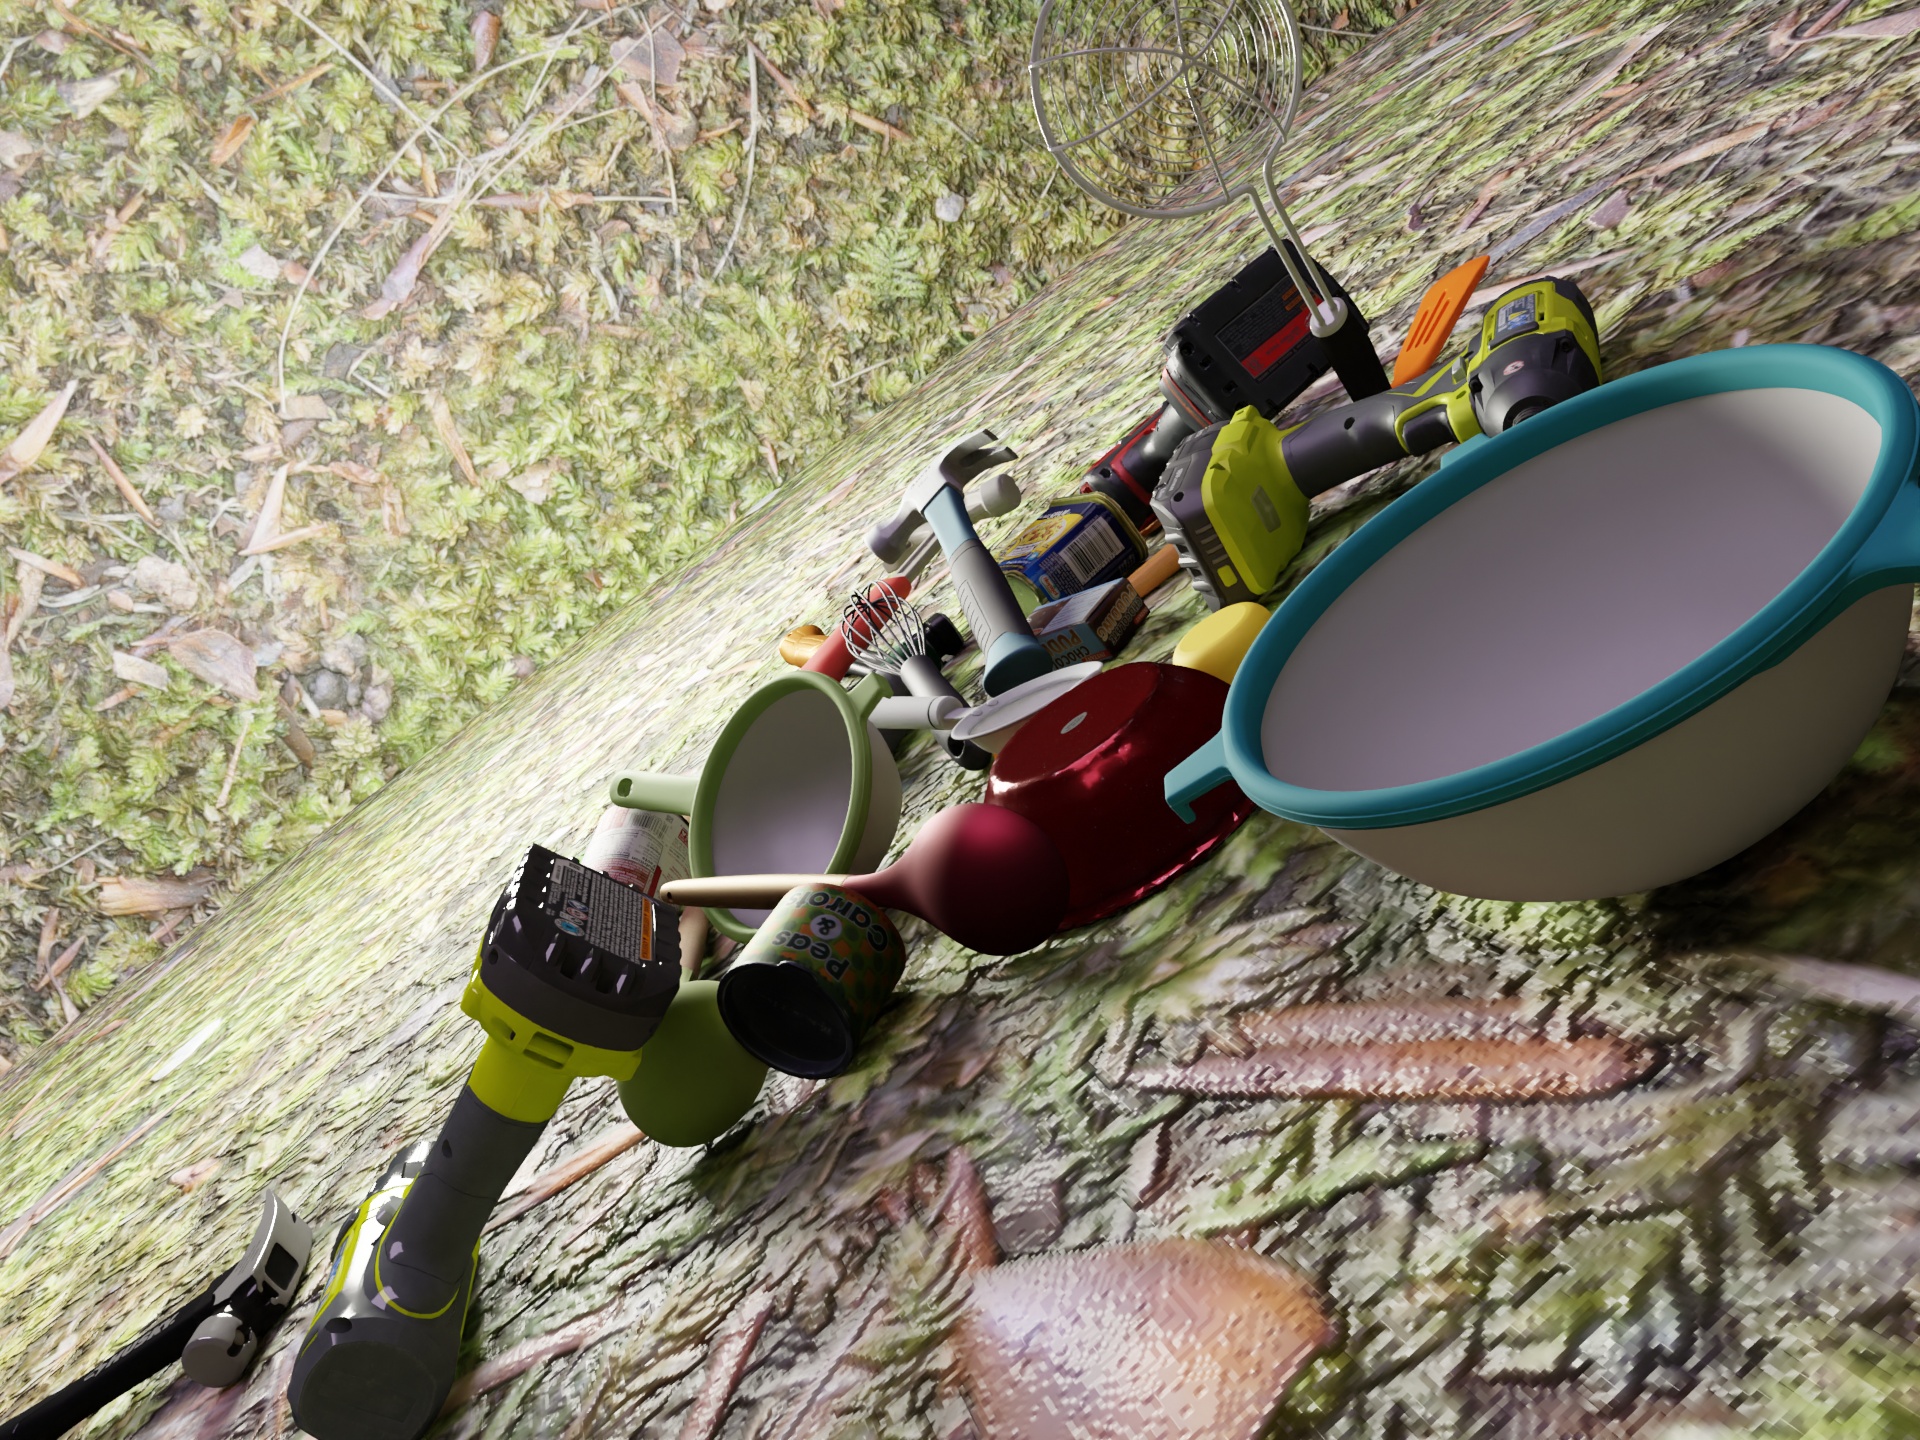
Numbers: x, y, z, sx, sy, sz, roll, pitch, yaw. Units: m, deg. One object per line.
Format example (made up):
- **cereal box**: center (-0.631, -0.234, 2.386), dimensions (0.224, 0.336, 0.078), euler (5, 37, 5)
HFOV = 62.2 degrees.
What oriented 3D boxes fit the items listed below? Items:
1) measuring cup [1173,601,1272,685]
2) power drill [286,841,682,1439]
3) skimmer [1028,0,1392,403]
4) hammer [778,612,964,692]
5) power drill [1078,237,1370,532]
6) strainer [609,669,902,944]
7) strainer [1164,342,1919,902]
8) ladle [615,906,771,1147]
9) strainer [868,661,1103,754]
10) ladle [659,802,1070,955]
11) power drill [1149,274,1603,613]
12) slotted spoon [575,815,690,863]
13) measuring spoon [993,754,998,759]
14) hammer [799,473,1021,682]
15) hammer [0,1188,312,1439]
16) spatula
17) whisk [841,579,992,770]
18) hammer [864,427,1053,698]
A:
- **measuring cup**: center (0.103, -0.030, 0.825), dimensions (0.062, 0.029, 0.156), euler (-46, 21, -31)
- **power drill**: center (-0.212, 0.176, 0.707), dimensions (0.228, 0.080, 0.191), euler (-61, 15, 6)
- **skimmer**: center (0.158, -0.258, 0.836), dimensions (0.127, 0.363, 0.090), euler (-47, 57, 8)
- **hammer**: center (-0.102, -0.045, 1.289), dimensions (0.127, 0.034, 0.337), euler (-38, 16, -11)
- **power drill**: center (0.180, -0.221, 1.052), dimensions (0.188, 0.080, 0.226), euler (-41, -3, -18)
- **strainer**: center (-0.114, 0.052, 0.912), dimensions (0.256, 0.069, 0.151), euler (2, 77, 50)
- **strainer**: center (0.224, -0.014, 0.425), dimensions (0.211, 0.095, 0.340), euler (-46, 21, -23)
- **ladle**: center (-0.139, 0.140, 0.849), dimensions (0.078, 0.062, 0.320), euler (-44, 9, 0)
- **strainer**: center (-0.001, -0.003, 0.876), dimensions (0.087, 0.050, 0.258), euler (-31, 18, -31)
- **ladle**: center (-0.065, 0.080, 0.764), dimensions (0.031, 0.069, 0.315), euler (-23, 9, -38)
- **power drill**: center (0.219, -0.143, 0.829), dimensions (0.223, 0.080, 0.171), euler (-23, 20, 30)
- **slotted spoon**: center (-0.211, 0.082, 1.119), dimensions (0.314, 0.031, 0.070), euler (-27, 18, 42)
- **measuring spoon**: center (0.034, 0.027, 0.851), dimensions (0.021, 0.011, 0.117), euler (-22, 12, -3)
- **hammer**: center (-0.068, -0.085, 1.203), dimensions (0.149, 0.036, 0.359), euler (-25, 18, 32)
- **hammer**: center (-0.509, 0.389, 0.904), dimensions (0.335, 0.035, 0.146), euler (-34, 17, 9)
- **spatula**: center (0.207, -0.173, 0.997), dimensions (0.322, 0.041, 0.081), euler (-39, 7, -5)
- **whisk**: center (-0.029, -0.028, 0.993), dimensions (0.055, 0.055, 0.239), euler (-36, 33, 0)
- **hammer**: center (0.006, -0.100, 1.034), dimensions (0.128, 0.033, 0.331), euler (-47, 26, 14)
